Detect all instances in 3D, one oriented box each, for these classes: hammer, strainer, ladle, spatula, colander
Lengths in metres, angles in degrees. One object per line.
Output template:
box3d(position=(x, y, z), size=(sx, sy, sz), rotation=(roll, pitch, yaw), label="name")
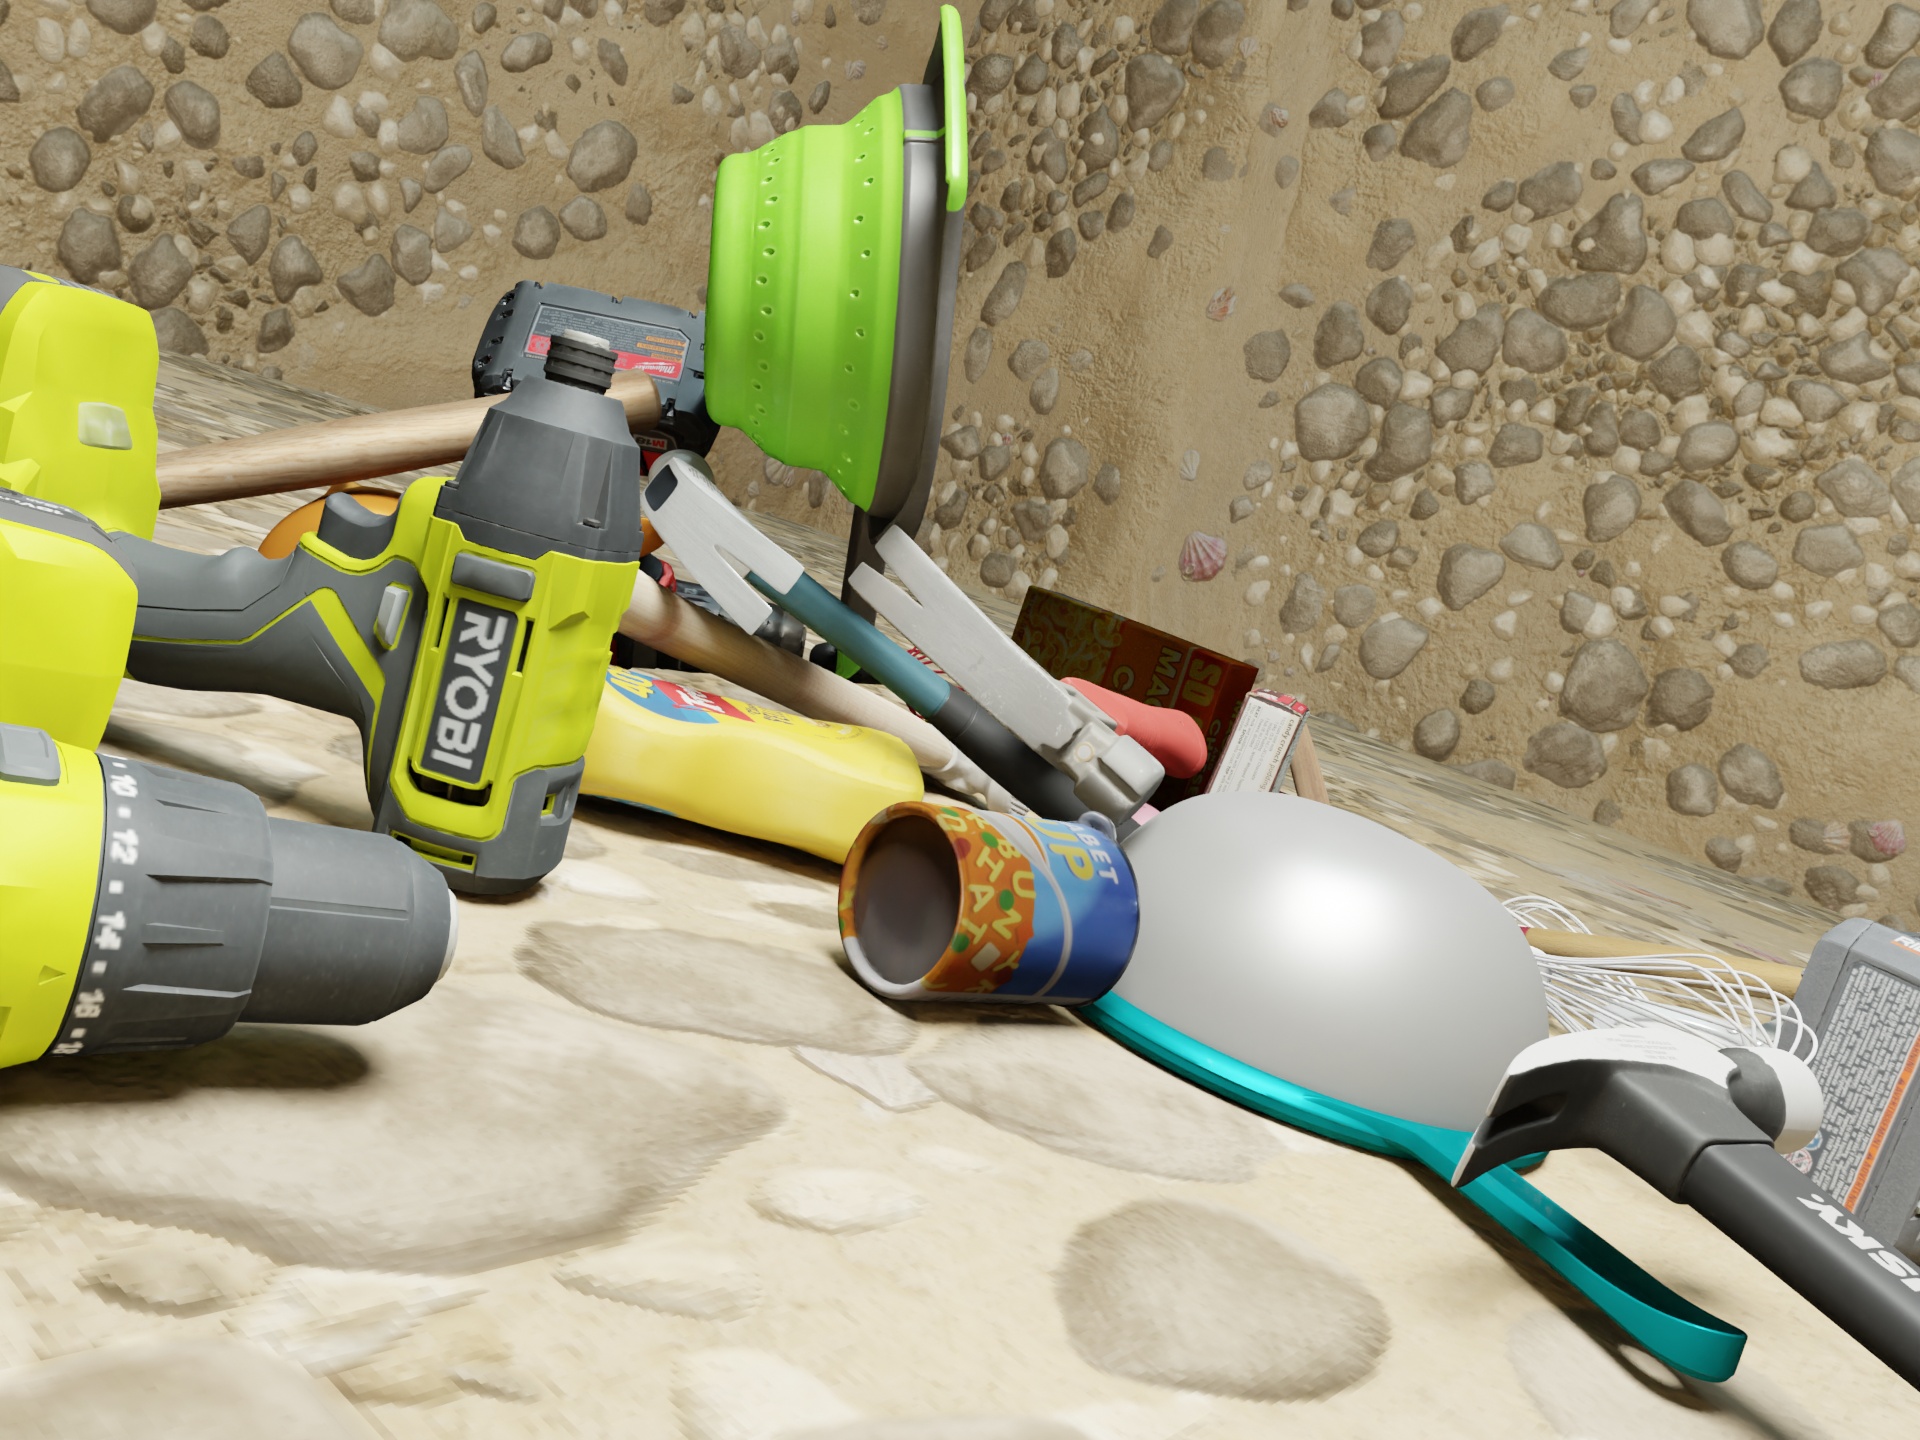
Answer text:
box3d(position=(-0.282, -0.102, 0.638), size=(0.331, 0.031, 0.130), rotation=(-16, 26, -26), label="hammer")
box3d(position=(0.386, 0.146, 0.744), size=(0.258, 0.050, 0.087), rotation=(-9, 23, -27), label="strainer")
box3d(position=(0.158, 0.096, 0.563), size=(0.211, 0.095, 0.340), rotation=(16, 7, -19), label="strainer")
box3d(position=(0.310, 0.113, 0.794), size=(0.069, 0.031, 0.315), rotation=(-23, 19, -41), label="ladle")
box3d(position=(0.208, 0.054, 0.937), size=(0.060, 0.018, 0.316), rotation=(3, 26, 4), label="spatula")
box3d(position=(0.064, -0.008, 0.780), size=(0.149, 0.036, 0.359), rotation=(43, 9, 15), label="hammer")
box3d(position=(-0.098, -0.026, 0.754), size=(0.146, 0.038, 0.410), rotation=(21, -4, 28), label="hammer")
box3d(position=(-0.001, -0.002, 0.703), size=(0.330, 0.033, 0.128), rotation=(38, 7, -19), label="hammer")
box3d(position=(-0.071, -0.136, 0.742), size=(0.094, 0.205, 0.396), rotation=(3, -31, -8), label="colander")
box3d(position=(0.247, 0.168, 0.326), size=(0.146, 0.035, 0.335), rotation=(9, 20, -29), label="hammer")

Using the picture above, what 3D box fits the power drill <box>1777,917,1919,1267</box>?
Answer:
box3d(position=(0.433, 0.132, 0.645), size=(0.226, 0.185, 0.084), rotation=(10, 12, -31), label="power drill")

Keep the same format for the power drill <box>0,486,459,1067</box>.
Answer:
box3d(position=(-0.233, 0.005, 0.358), size=(0.190, 0.080, 0.229), rotation=(12, 12, -39), label="power drill")

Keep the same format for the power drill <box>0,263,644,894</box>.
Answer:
box3d(position=(-0.215, -0.058, 0.501), size=(0.223, 0.171, 0.080), rotation=(16, 7, 5), label="power drill")

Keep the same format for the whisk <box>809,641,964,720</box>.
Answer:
box3d(position=(-0.033, -0.032, 1.059), size=(0.073, 0.073, 0.295), rotation=(21, 5, 18), label="whisk")

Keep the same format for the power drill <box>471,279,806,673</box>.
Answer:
box3d(position=(-0.165, -0.105, 0.835), size=(0.188, 0.226, 0.080), rotation=(10, 51, -7), label="power drill")

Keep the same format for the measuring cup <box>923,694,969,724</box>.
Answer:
box3d(position=(-0.031, -0.001, 0.981), size=(0.157, 0.029, 0.062), rotation=(15, -37, 38), label="measuring cup")

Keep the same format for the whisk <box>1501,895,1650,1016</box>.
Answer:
box3d(position=(0.354, 0.154, 0.817), size=(0.059, 0.058, 0.247), rotation=(49, -5, -31), label="whisk")

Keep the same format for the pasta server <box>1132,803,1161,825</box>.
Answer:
box3d(position=(0.163, 0.104, 0.792), size=(0.060, 0.040, 0.316), rotation=(10, 16, -48), label="pasta server")

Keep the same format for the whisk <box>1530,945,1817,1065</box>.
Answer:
box3d(position=(0.258, 0.113, 0.684), size=(0.070, 0.070, 0.285), rotation=(17, 1, -11), label="whisk")

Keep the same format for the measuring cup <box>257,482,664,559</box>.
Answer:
box3d(position=(-0.210, -0.060, 0.669), size=(0.173, 0.095, 0.052), rotation=(-12, 14, -4), label="measuring cup")
